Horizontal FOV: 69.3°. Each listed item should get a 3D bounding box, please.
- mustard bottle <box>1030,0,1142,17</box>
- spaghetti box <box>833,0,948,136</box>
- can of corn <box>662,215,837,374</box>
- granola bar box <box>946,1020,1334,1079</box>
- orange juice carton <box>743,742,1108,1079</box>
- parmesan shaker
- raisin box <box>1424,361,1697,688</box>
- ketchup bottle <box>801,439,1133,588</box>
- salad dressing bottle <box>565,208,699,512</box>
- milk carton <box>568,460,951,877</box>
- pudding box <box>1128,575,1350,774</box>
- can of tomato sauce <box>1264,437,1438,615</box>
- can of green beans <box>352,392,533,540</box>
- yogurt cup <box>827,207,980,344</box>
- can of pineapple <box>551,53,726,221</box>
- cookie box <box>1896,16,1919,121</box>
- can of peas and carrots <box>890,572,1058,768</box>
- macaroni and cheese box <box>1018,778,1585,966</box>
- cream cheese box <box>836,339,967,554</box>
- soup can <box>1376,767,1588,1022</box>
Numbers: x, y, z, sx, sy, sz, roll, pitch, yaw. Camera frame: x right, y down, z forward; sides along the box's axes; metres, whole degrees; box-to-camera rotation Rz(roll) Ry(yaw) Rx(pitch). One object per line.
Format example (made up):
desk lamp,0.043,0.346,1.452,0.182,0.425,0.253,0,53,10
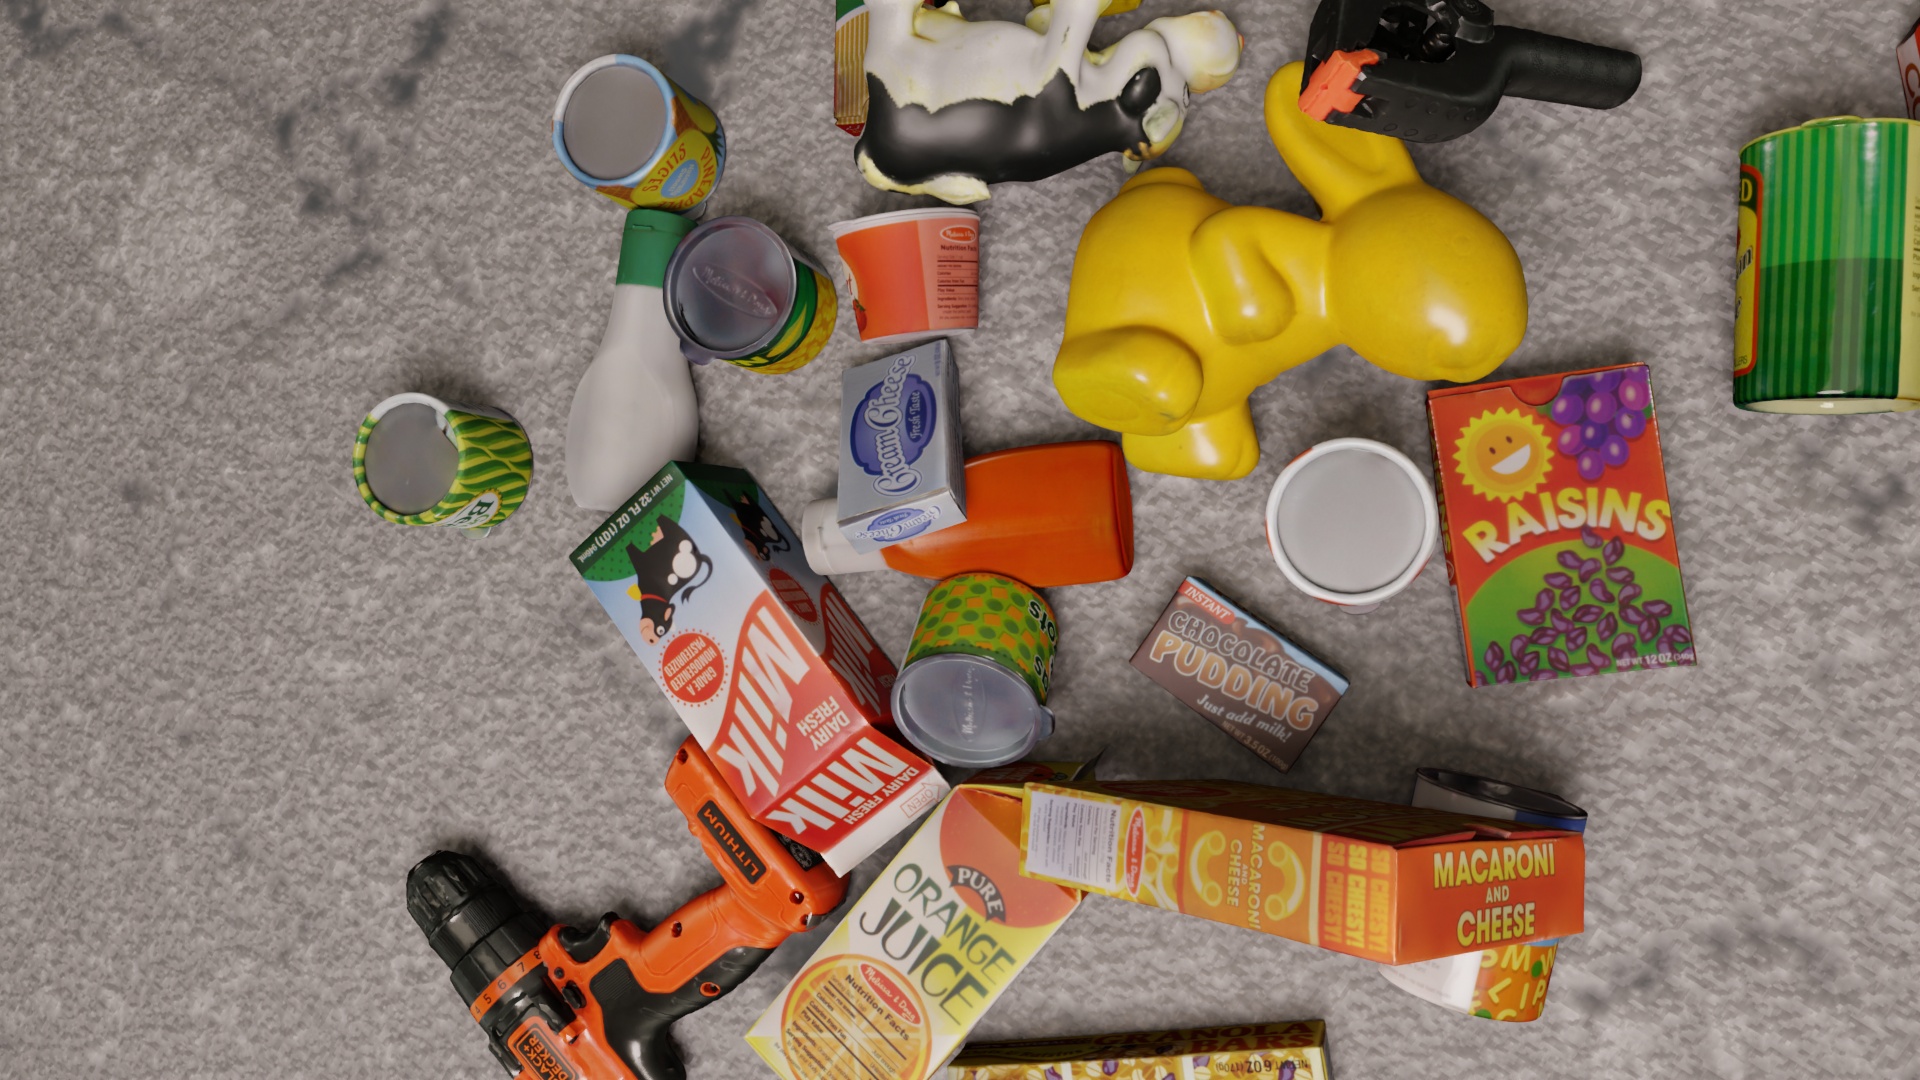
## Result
mustard bottle,0.055,-0.323,0.632,0.065,0.049,0.160,-3,87,12
spaghetti box,-0.031,-0.321,0.666,0.050,0.029,0.250,0,88,15
can of corn,-0.100,-0.112,0.660,0.071,0.058,0.071,-1,88,15
granola bar box,0.084,0.281,0.603,0.165,0.039,0.124,-9,85,15
orange juice carton,-0.001,0.166,0.614,0.073,0.072,0.192,41,98,13
parmesan shaker,0.335,-0.103,0.534,0.071,0.071,0.103,3,89,16
raisin box,0.243,-0.005,0.572,0.086,0.040,0.123,-8,85,16
ketchup bottle,0.002,-0.008,0.635,0.149,0.043,0.064,-5,93,15
salad dressing bottle,-0.156,-0.086,0.683,0.064,0.044,0.147,8,89,18
milk carton,-0.086,0.058,0.641,0.072,0.073,0.191,-40,79,13
pudding box,0.122,0.057,0.607,0.084,0.030,0.049,36,96,14
can of tomato sauce,0.160,-0.004,0.572,0.071,0.083,0.071,-1,88,16
can of green beans,-0.261,-0.039,0.701,0.071,0.058,0.071,-1,88,15
yogurt cup,-0.022,-0.120,0.638,0.072,0.072,0.054,-6,95,15
can of pineapple,-0.155,-0.195,0.679,0.071,0.058,0.071,-1,88,15
cookie box,0.442,-0.129,0.522,0.123,0.040,0.167,-9,85,15
can of peas and carrots,0.010,0.056,0.610,0.071,0.059,0.070,6,127,8
macaroni and cheese box,0.123,0.116,0.518,0.166,0.124,0.040,-2,83,50
cream cheese box,-0.026,-0.045,0.625,0.053,0.024,0.104,-17,45,15
soup can,0.212,0.141,0.562,0.071,0.071,0.083,12,92,16
